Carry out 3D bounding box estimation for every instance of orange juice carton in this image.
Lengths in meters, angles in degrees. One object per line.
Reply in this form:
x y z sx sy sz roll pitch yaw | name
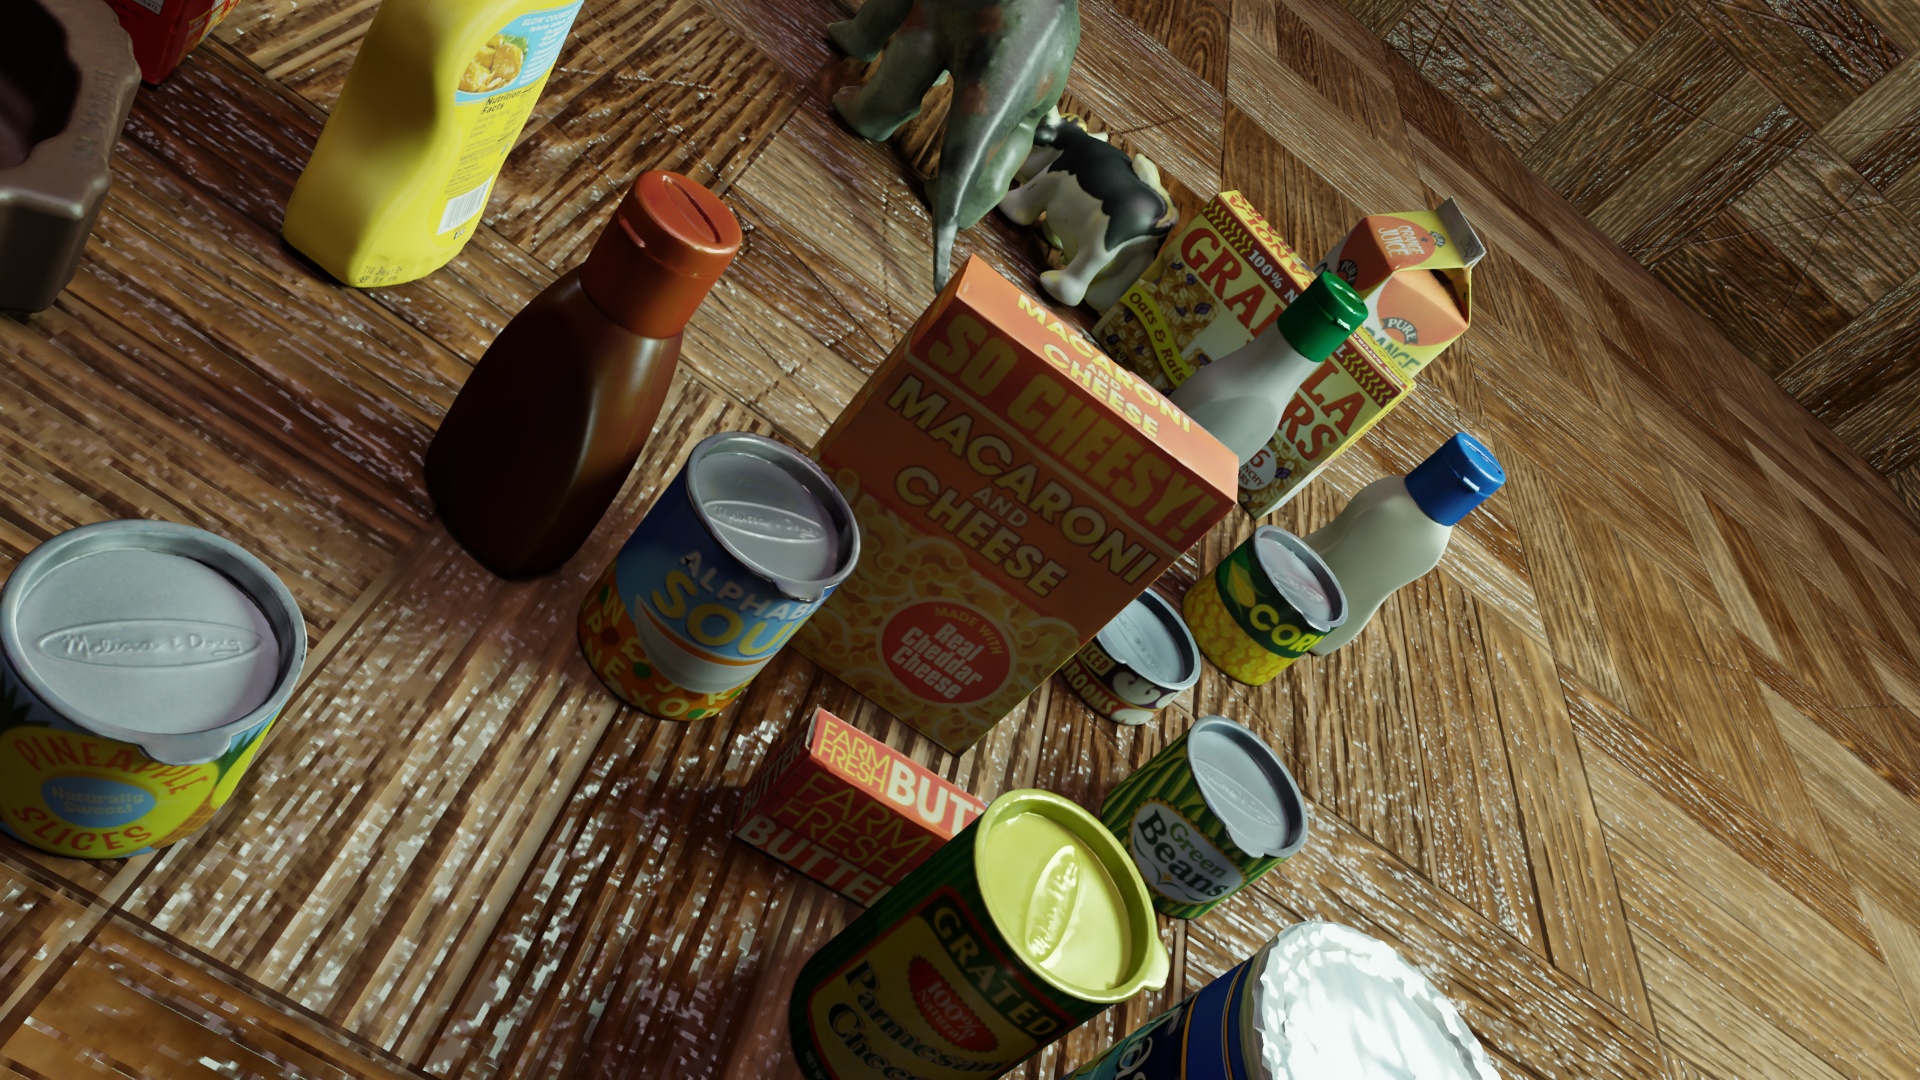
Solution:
0.262 -0.141 0.920 0.073 0.191 0.072 27 36 -23 | orange juice carton

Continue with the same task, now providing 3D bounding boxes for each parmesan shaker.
0.003 0.132 0.423 0.071 0.102 0.072 28 36 -23 | parmesan shaker

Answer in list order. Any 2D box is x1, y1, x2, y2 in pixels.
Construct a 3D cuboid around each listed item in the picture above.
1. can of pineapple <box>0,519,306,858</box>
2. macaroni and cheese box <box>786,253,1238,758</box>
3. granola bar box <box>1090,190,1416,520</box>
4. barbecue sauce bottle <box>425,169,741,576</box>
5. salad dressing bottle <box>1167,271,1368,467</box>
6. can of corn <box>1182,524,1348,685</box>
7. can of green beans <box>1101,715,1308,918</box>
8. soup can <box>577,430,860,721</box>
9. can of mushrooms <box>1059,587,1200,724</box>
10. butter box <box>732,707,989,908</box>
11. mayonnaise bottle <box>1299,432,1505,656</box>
-0.207 0.039 0.346 0.071 0.057 0.071 28 36 -22 | can of pineapple
0.002 -0.007 0.519 0.123 0.165 0.040 35 34 -12 | macaroni and cheese box
0.178 -0.114 0.864 0.166 0.123 0.039 50 33 11 | granola bar box
-0.124 -0.055 0.456 0.065 0.148 0.044 52 34 13 | barbecue sauce bottle
0.173 -0.093 0.813 0.064 0.147 0.044 25 37 -27 | salad dressing bottle
0.161 0.037 0.737 0.071 0.058 0.071 28 36 -22 | can of corn
0.102 0.117 0.585 0.071 0.057 0.071 28 36 -22 | can of green beans
-0.084 0.016 0.479 0.071 0.083 0.072 28 36 -23 | soup can
0.076 0.052 0.653 0.071 0.033 0.071 28 36 -22 | can of mushrooms
-0.021 0.103 0.475 0.103 0.053 0.024 33 34 -15 | butter box
0.232 0.001 0.770 0.065 0.147 0.041 39 33 -8 | mayonnaise bottle
